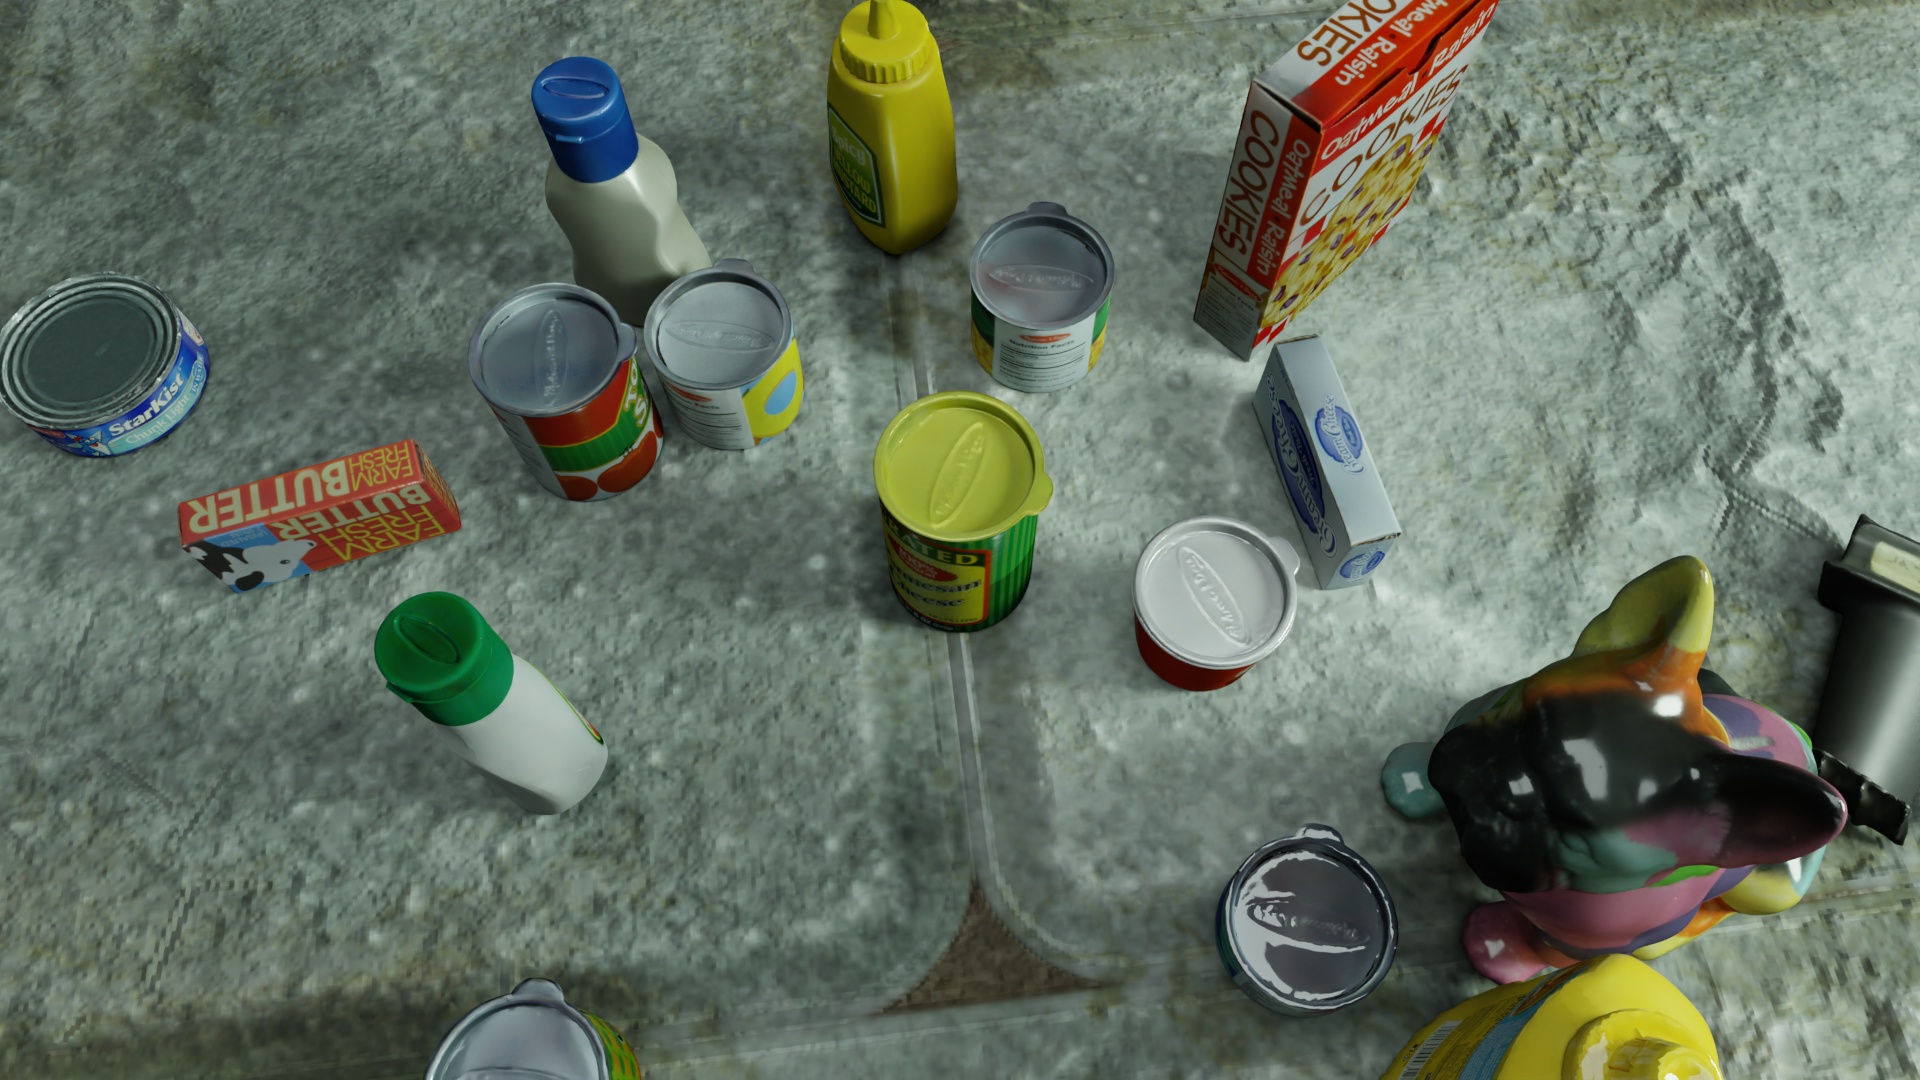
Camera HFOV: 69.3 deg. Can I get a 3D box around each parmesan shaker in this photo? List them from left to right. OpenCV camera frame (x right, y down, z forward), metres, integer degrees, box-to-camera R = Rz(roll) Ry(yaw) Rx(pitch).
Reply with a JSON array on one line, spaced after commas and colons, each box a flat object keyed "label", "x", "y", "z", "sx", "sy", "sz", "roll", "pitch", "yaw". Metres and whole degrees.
[{"label": "parmesan shaker", "x": 0.002, "y": -0.007, "z": 0.582, "sx": 0.071, "sy": 0.102, "sz": 0.071, "roll": 0, "pitch": 65, "yaw": 0}]

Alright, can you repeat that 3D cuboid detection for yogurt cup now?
[{"label": "yogurt cup", "x": 0.104, "y": 0.030, "z": 0.591, "sx": 0.072, "sy": 0.053, "sz": 0.072, "roll": 0, "pitch": 65, "yaw": 0}]

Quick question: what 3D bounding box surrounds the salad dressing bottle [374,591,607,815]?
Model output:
[{"label": "salad dressing bottle", "x": -0.175, "y": 0.064, "z": 0.525, "sx": 0.064, "sy": 0.147, "sz": 0.044, "roll": 32, "pitch": 69, "yaw": 14}]

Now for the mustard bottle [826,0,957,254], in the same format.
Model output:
[{"label": "mustard bottle", "x": -0.034, "y": -0.200, "z": 0.641, "sx": 0.049, "sy": 0.159, "sz": 0.065, "roll": -35, "pitch": 70, "yaw": -14}]

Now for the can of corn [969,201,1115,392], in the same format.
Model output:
[{"label": "can of corn", "x": 0.038, "y": -0.114, "z": 0.657, "sx": 0.071, "sy": 0.058, "sz": 0.071, "roll": 0, "pitch": 65, "yaw": 0}]

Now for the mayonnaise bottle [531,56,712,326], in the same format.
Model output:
[{"label": "mayonnaise bottle", "x": -0.154, "y": -0.152, "z": 0.626, "sx": 0.065, "sy": 0.147, "sz": 0.041, "roll": 8, "pitch": 66, "yaw": 4}]

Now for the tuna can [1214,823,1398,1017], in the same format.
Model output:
[{"label": "tuna can", "x": 0.135, "y": 0.150, "z": 0.546, "sx": 0.071, "sy": 0.032, "sz": 0.071, "roll": 0, "pitch": 65, "yaw": 0}]

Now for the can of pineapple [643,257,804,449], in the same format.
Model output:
[{"label": "can of pineapple", "x": -0.107, "y": -0.085, "z": 0.644, "sx": 0.071, "sy": 0.057, "sz": 0.071, "roll": 0, "pitch": 65, "yaw": 0}]

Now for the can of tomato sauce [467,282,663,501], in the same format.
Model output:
[{"label": "can of tomato sauce", "x": -0.172, "y": -0.065, "z": 0.621, "sx": 0.071, "sy": 0.082, "sz": 0.071, "roll": 0, "pitch": 65, "yaw": 0}]

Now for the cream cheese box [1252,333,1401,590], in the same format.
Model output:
[{"label": "cream cheese box", "x": 0.162, "y": -0.034, "z": 0.621, "sx": 0.024, "sy": 0.053, "sz": 0.104, "roll": -12, "pitch": 65, "yaw": -5}]

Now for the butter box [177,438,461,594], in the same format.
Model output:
[{"label": "butter box", "x": -0.280, "y": -0.010, "z": 0.613, "sx": 0.104, "sy": 0.053, "sz": 0.024, "roll": -17, "pitch": 66, "yaw": -7}]

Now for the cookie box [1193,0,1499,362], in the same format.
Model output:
[{"label": "cookie box", "x": 0.169, "y": -0.170, "z": 0.622, "sx": 0.040, "sy": 0.166, "sz": 0.123, "roll": 42, "pitch": 72, "yaw": 17}]

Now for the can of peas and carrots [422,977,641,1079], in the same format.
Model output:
[{"label": "can of peas and carrots", "x": -0.155, "y": 0.201, "z": 0.510, "sx": 0.071, "sy": 0.058, "sz": 0.071, "roll": 0, "pitch": 65, "yaw": 0}]
